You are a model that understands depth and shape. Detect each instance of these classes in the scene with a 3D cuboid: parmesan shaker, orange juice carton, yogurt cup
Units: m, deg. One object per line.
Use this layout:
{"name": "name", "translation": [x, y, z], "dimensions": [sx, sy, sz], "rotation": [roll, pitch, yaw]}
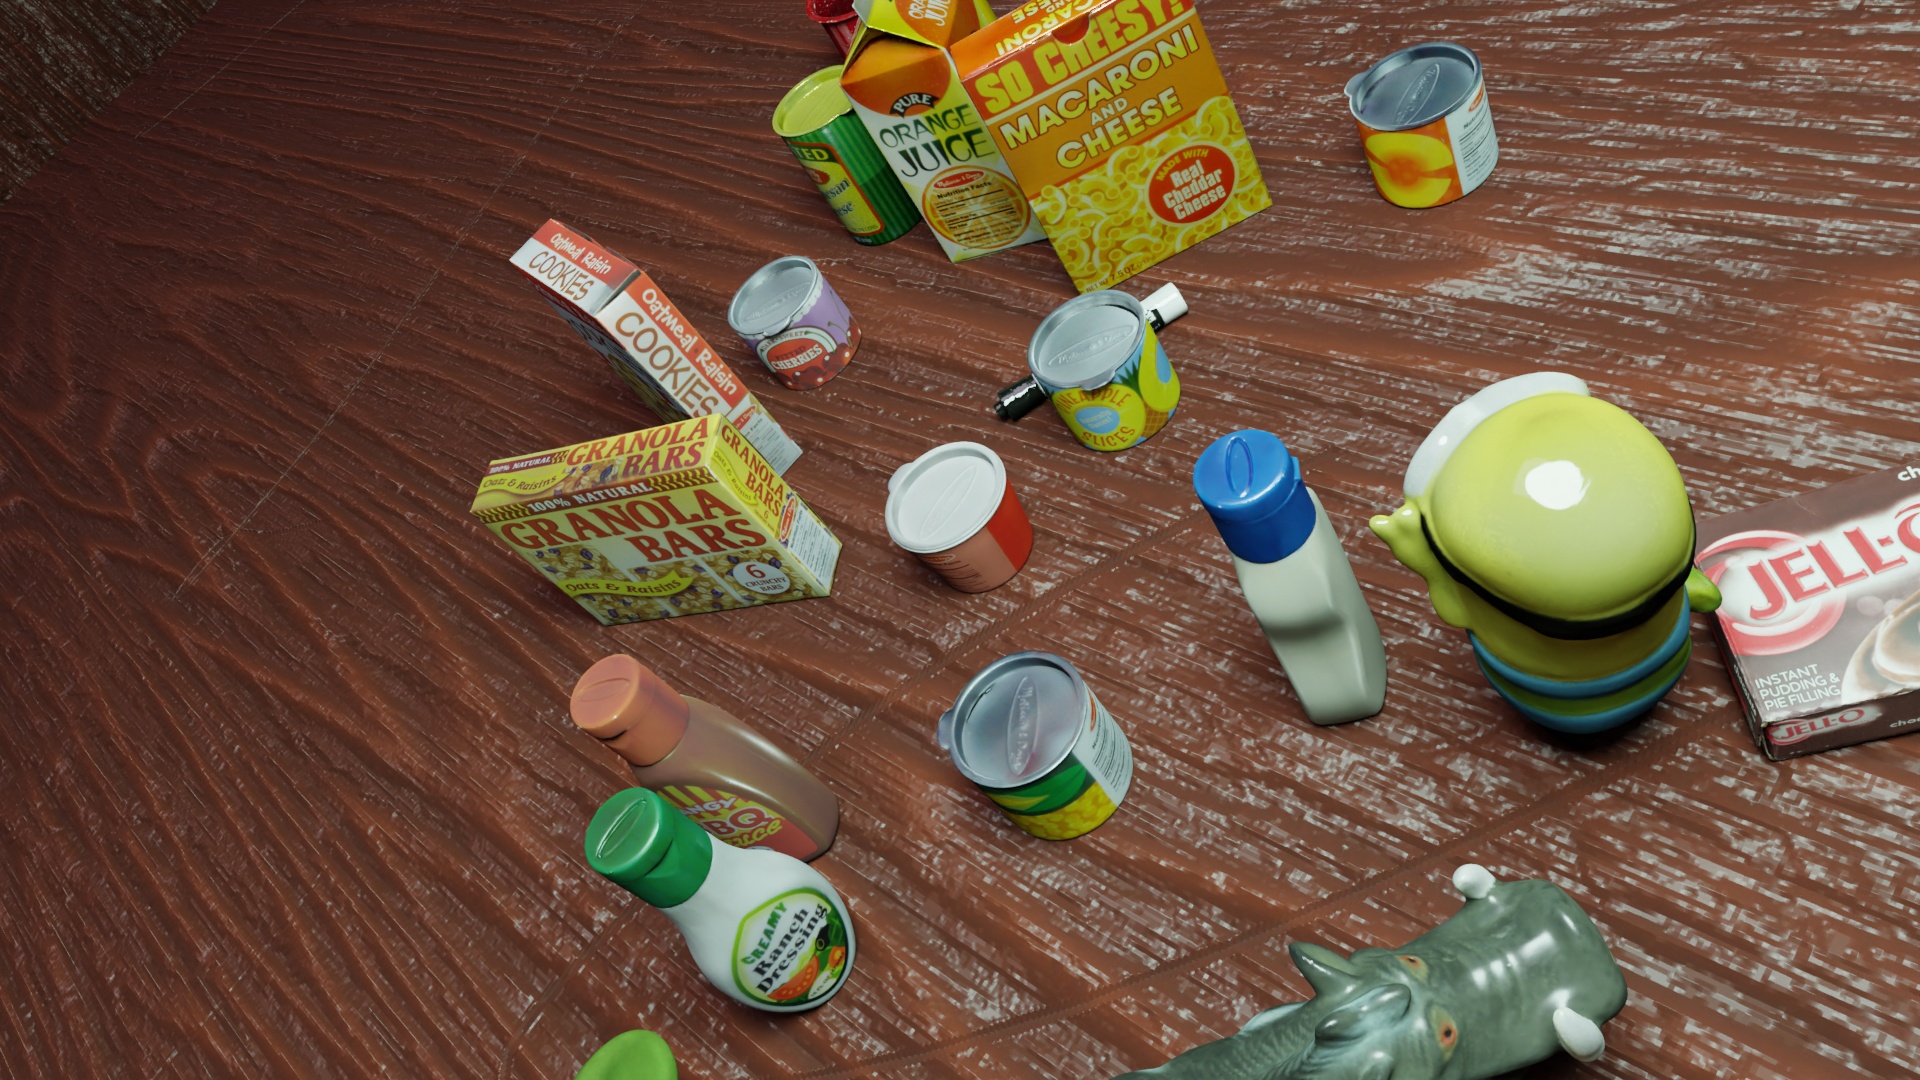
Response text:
{"name": "parmesan shaker", "translation": [-0.069, -0.256, 0.931], "dimensions": [0.071, 0.102, 0.072], "rotation": [-17, 48, 20]}
{"name": "orange juice carton", "translation": [-0.011, -0.265, 0.839], "dimensions": [0.073, 0.192, 0.072], "rotation": [-9, 51, 27]}
{"name": "yogurt cup", "translation": [0.003, -0.009, 0.721], "dimensions": [0.072, 0.053, 0.073], "rotation": [-17, 48, 20]}

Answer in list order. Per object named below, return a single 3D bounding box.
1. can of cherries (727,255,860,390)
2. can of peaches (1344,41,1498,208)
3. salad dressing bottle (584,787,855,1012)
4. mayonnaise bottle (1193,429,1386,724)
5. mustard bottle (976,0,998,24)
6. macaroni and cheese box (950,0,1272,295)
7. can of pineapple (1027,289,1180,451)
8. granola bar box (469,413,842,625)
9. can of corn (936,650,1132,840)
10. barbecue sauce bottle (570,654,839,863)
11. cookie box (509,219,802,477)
{"name": "can of cherries", "translation": [-0.106, -0.137, 0.890], "dimensions": [0.071, 0.058, 0.072], "rotation": [-17, 48, 20]}
{"name": "can of peaches", "translation": [0.244, -0.219, 0.736], "dimensions": [0.071, 0.058, 0.071], "rotation": [-17, 48, 20]}
{"name": "salad dressing bottle", "translation": [-0.099, 0.153, 0.588], "dimensions": [0.044, 0.147, 0.064], "rotation": [25, 71, 43]}
{"name": "mayonnaise bottle", "translation": [0.133, 0.014, 0.553], "dimensions": [0.041, 0.147, 0.065], "rotation": [-15, 49, 22]}
{"name": "mustard bottle", "translation": [-0.015, -0.357, 0.939], "dimensions": [0.065, 0.159, 0.049], "rotation": [-14, 49, 23]}
{"name": "macaroni and cheese box", "translation": [0.087, -0.226, 0.763], "dimensions": [0.123, 0.166, 0.040], "rotation": [-26, 46, 12]}
{"name": "can of pineapple", "translation": [0.076, -0.088, 0.736], "dimensions": [0.071, 0.057, 0.071], "rotation": [-17, 48, 20]}
{"name": "granola bar box", "translation": [-0.168, -0.008, 0.778], "dimensions": [0.165, 0.124, 0.039], "rotation": [-8, 52, 27]}
{"name": "can of corn", "translation": [0.034, 0.092, 0.617], "dimensions": [0.071, 0.058, 0.071], "rotation": [-17, 48, 20]}
{"name": "barbecue sauce bottle", "translation": [-0.118, 0.104, 0.639], "dimensions": [0.065, 0.148, 0.044], "rotation": [-15, 49, 22]}
{"name": "cookie box", "translation": [-0.182, -0.111, 0.840], "dimensions": [0.040, 0.167, 0.123], "rotation": [-48, 45, -10]}
